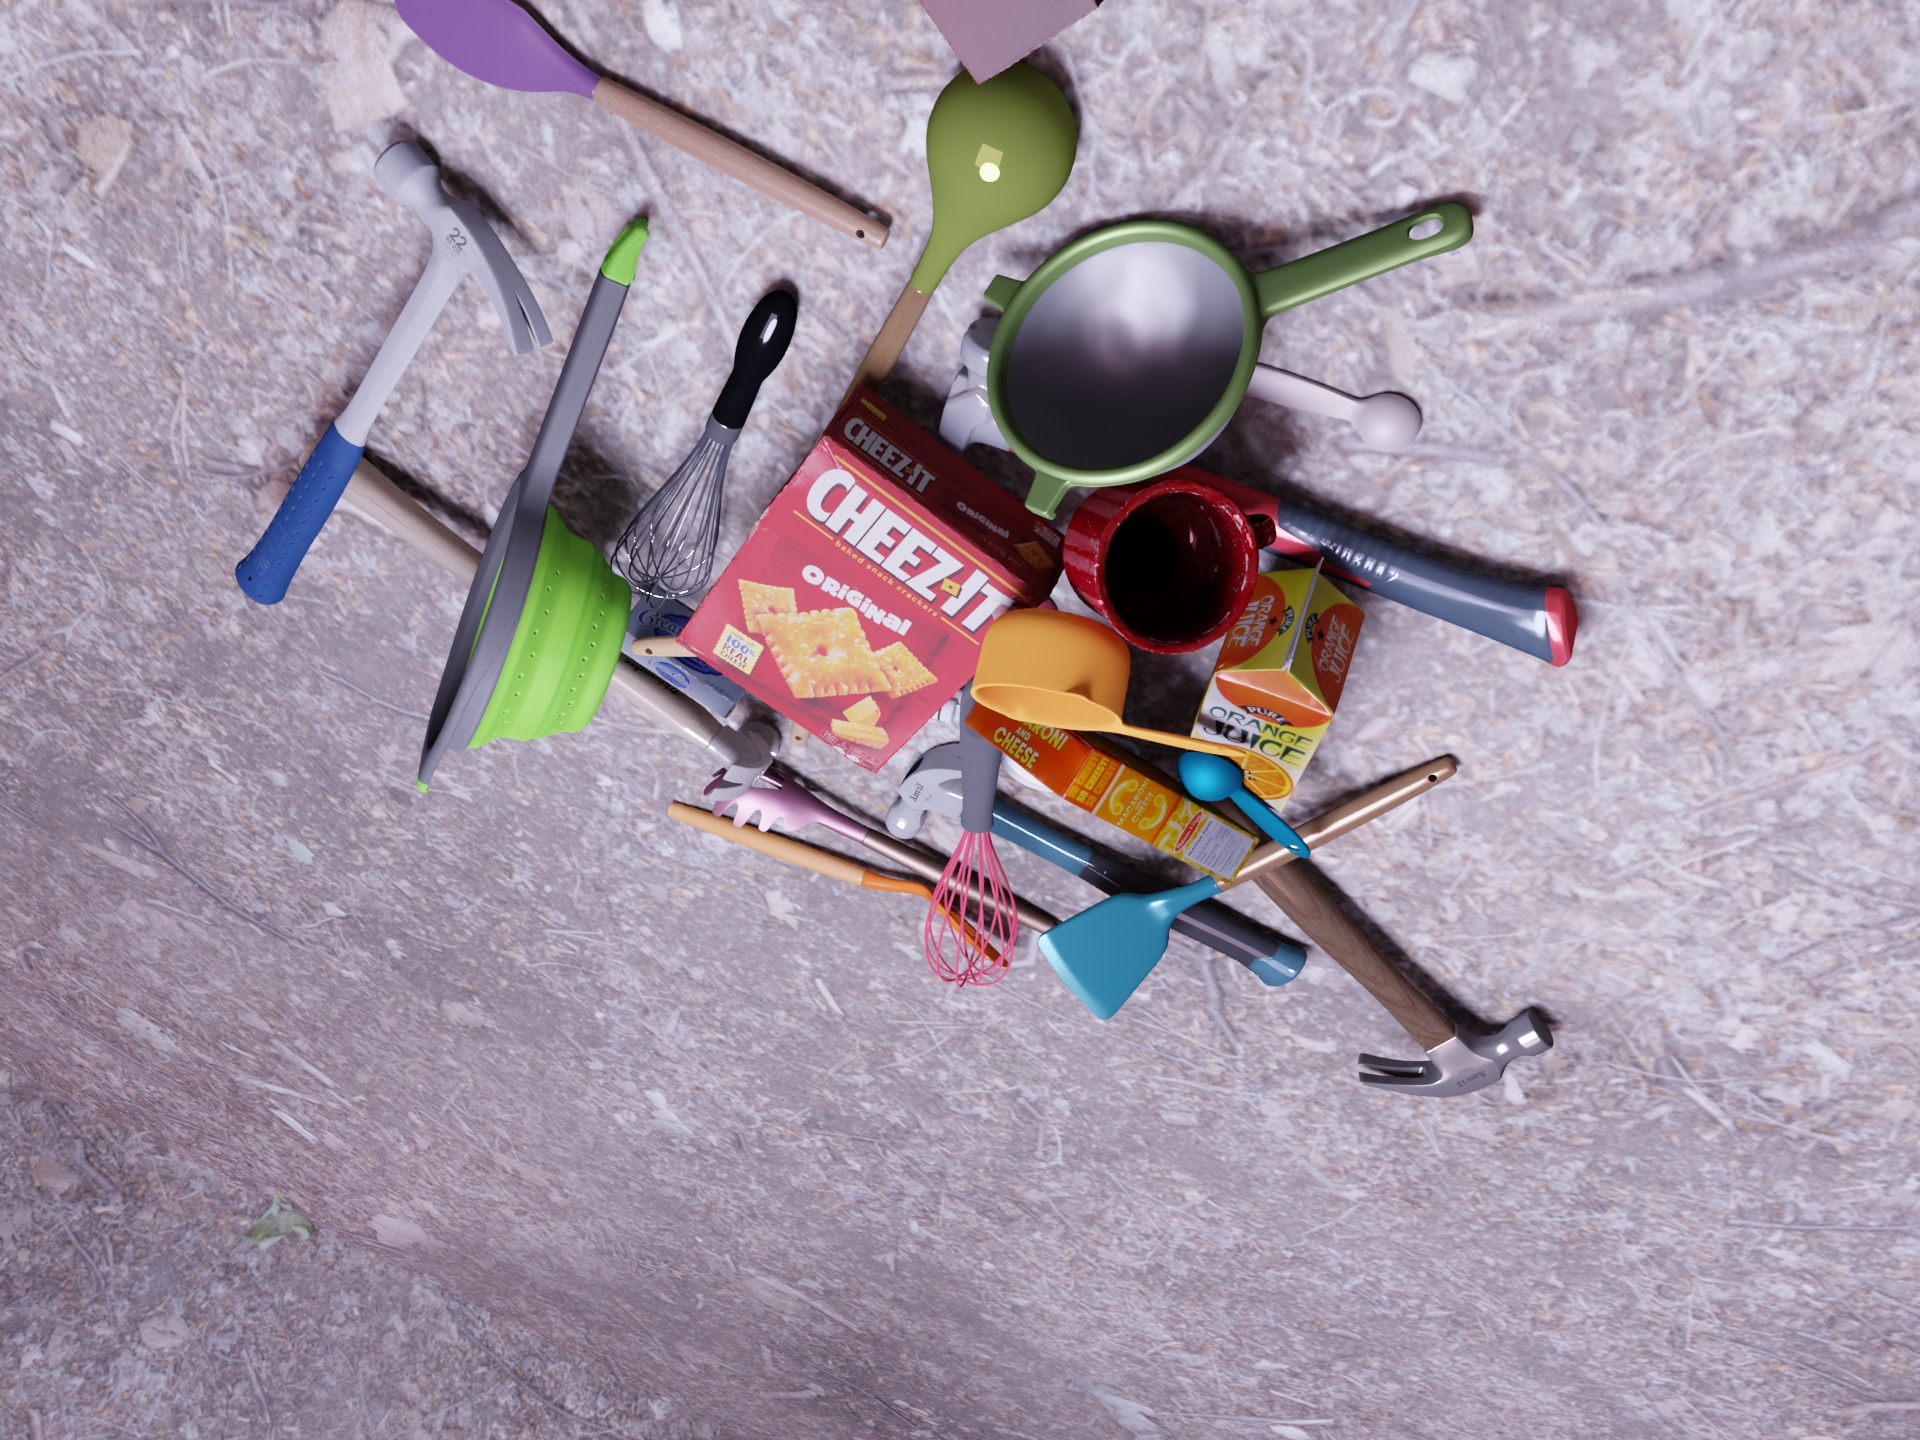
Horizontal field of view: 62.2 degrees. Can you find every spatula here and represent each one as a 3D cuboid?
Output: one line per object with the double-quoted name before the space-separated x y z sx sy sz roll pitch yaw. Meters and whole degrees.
"spatula" -0.105 0.133 1.330 0.323 0.041 0.081 18 174 15
"spatula" -0.182 -0.343 0.899 0.316 0.018 0.059 28 140 2
"spatula" 0.198 0.107 1.089 0.317 0.044 0.082 -33 101 30

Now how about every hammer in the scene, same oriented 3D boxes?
"hammer" -0.316 -0.078 1.178 0.410 0.146 0.038 36 100 -3
"hammer" 0.169 -0.108 0.937 0.386 0.038 0.143 23 140 6
"hammer" 0.271 0.157 1.147 0.331 0.031 0.130 44 120 -13
"hammer" -0.413 -0.200 1.094 0.144 0.035 0.405 49 129 -1
"hammer" 0.106 0.115 1.206 0.331 0.033 0.128 27 141 0

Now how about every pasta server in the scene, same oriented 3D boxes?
"pasta server" -0.056 0.109 1.282 0.316 0.060 0.040 27 131 -6

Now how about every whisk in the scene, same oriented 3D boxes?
"whisk" -0.166 -0.171 1.042 0.070 0.070 0.284 32 135 -5
"whisk" 0.010 0.087 1.133 0.073 0.073 0.295 15 130 15

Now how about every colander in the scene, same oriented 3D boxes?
"colander" -0.245 -0.123 1.030 0.094 0.205 0.397 19 113 -21

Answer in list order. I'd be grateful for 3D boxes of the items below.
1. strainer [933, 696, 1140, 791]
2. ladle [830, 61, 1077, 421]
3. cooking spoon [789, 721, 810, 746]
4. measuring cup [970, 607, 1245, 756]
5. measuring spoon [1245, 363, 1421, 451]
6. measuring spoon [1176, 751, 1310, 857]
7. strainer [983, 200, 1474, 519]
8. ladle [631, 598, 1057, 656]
"strainer" -0.002 -0.004 1.123 0.258 0.050 0.086 17 117 10
"ladle" -0.027 -0.241 0.912 0.078 0.062 0.320 29 147 -9
"cooking spoon" -0.087 -0.078 1.121 0.068 0.017 0.318 14 140 -8
"measuring cup" 0.092 -0.021 0.923 0.173 0.052 0.095 14 168 -18
"measuring spoon" 0.190 -0.174 0.872 0.124 0.018 0.034 20 139 10
"measuring spoon" 0.182 0.061 1.010 0.128 0.021 0.042 39 153 -30
"strainer" 0.141 -0.200 0.831 0.256 0.152 0.069 -18 157 19
"ladle" -0.087 -0.056 1.099 0.315 0.031 0.069 -1 129 19
